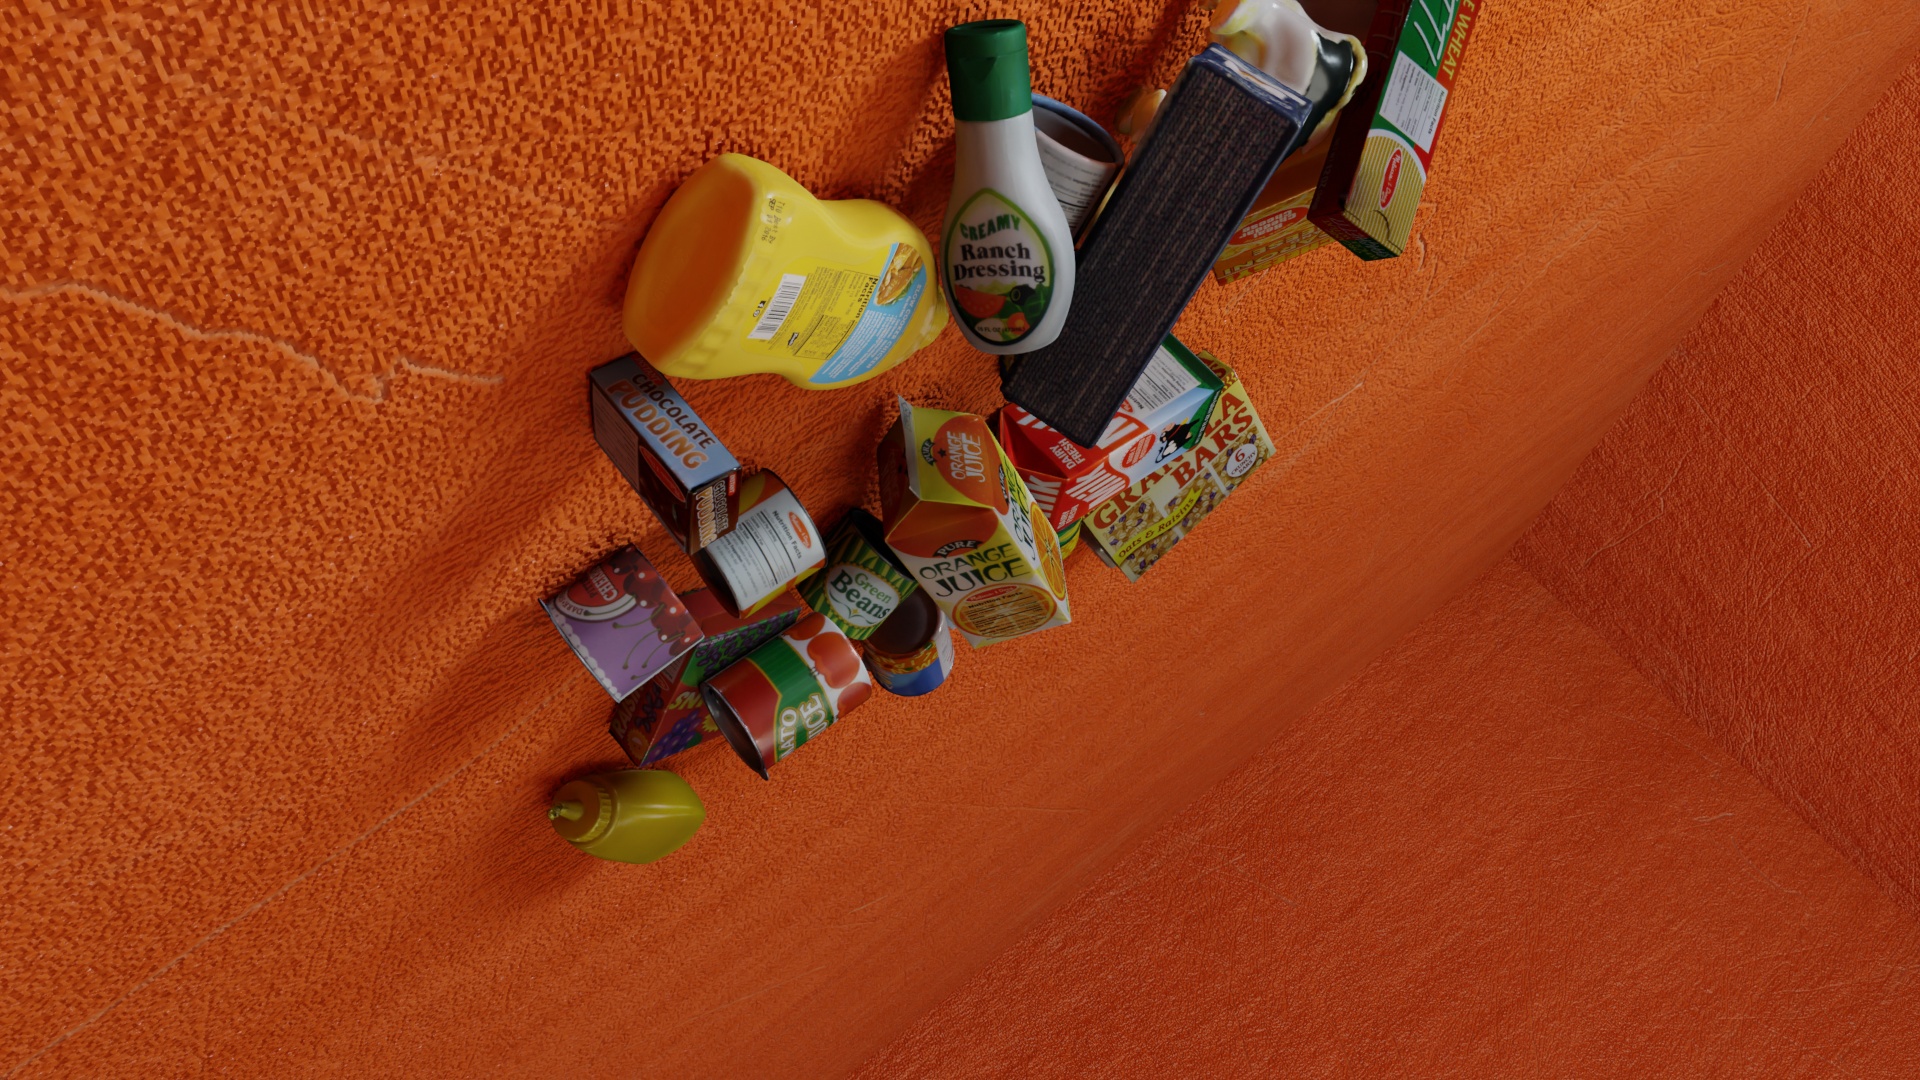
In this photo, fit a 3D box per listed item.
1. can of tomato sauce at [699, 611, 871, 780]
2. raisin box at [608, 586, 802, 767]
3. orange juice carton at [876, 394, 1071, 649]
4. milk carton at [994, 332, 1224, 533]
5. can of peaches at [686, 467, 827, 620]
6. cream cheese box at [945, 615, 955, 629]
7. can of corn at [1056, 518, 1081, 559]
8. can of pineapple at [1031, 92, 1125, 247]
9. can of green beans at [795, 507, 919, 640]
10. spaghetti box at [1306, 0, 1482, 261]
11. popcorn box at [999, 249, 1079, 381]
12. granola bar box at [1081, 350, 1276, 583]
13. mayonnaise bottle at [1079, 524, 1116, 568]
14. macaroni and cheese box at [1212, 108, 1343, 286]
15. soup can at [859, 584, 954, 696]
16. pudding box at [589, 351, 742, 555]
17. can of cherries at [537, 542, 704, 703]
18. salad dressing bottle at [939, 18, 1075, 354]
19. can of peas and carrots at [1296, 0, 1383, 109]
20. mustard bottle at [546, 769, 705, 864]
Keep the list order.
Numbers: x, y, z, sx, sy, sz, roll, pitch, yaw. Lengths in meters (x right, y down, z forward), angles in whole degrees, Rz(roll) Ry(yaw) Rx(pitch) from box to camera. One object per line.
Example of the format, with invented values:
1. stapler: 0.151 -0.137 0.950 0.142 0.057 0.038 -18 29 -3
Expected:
1. can of tomato sauce: -0.105 0.093 0.848 0.083 0.071 0.070 -34 157 -24
2. raisin box: -0.163 0.081 0.877 0.086 0.040 0.122 -18 147 -47
3. orange juice carton: 0.003 -0.011 0.873 0.073 0.072 0.192 -17 144 15
4. milk carton: 0.086 -0.070 0.969 0.191 0.073 0.072 -31 156 -26
5. can of peaches: -0.117 0.002 0.774 0.058 0.071 0.071 -34 157 -20
6. cream cheese box: 0.019 0.024 1.100 0.104 0.024 0.053 -42 160 0
7. can of corn: 0.059 -0.022 1.023 0.071 0.071 0.058 -35 158 -17
8. can of pineapple: 0.040 -0.183 0.695 0.071 0.071 0.057 -15 146 -49
9. can of green beans: -0.066 0.022 0.894 0.057 0.071 0.071 -47 158 12
10. spaghetti box: 0.247 -0.271 0.745 0.050 0.028 0.250 26 78 -29
11. popcorn box: 0.085 -0.146 0.873 0.127 0.038 0.084 -34 156 -20
12. granola bar box: 0.169 -0.058 1.133 0.165 0.039 0.124 -43 139 0
13. mayonnaise bottle: 0.169 -0.041 1.212 0.148 0.041 0.064 -44 154 2
14. macaroni and cheese box: 0.207 -0.212 0.856 0.123 0.040 0.166 -20 175 12
15. soup can: -0.043 0.072 1.030 0.071 0.071 0.083 -37 157 -12
16. pudding box: -0.135 -0.040 0.635 0.030 0.084 0.049 -30 155 -29
17. can of cherries: -0.180 0.041 0.739 0.058 0.071 0.071 -37 158 -12
18. salad dressing bottle: 0.018 -0.162 0.644 0.044 0.064 0.147 -60 147 -55
19. can of peas and carrots: 0.210 -0.282 0.789 0.071 0.071 0.058 -41 158 -3
20. mustard bottle: -0.232 0.184 0.938 0.065 0.049 0.160 -44 158 3
